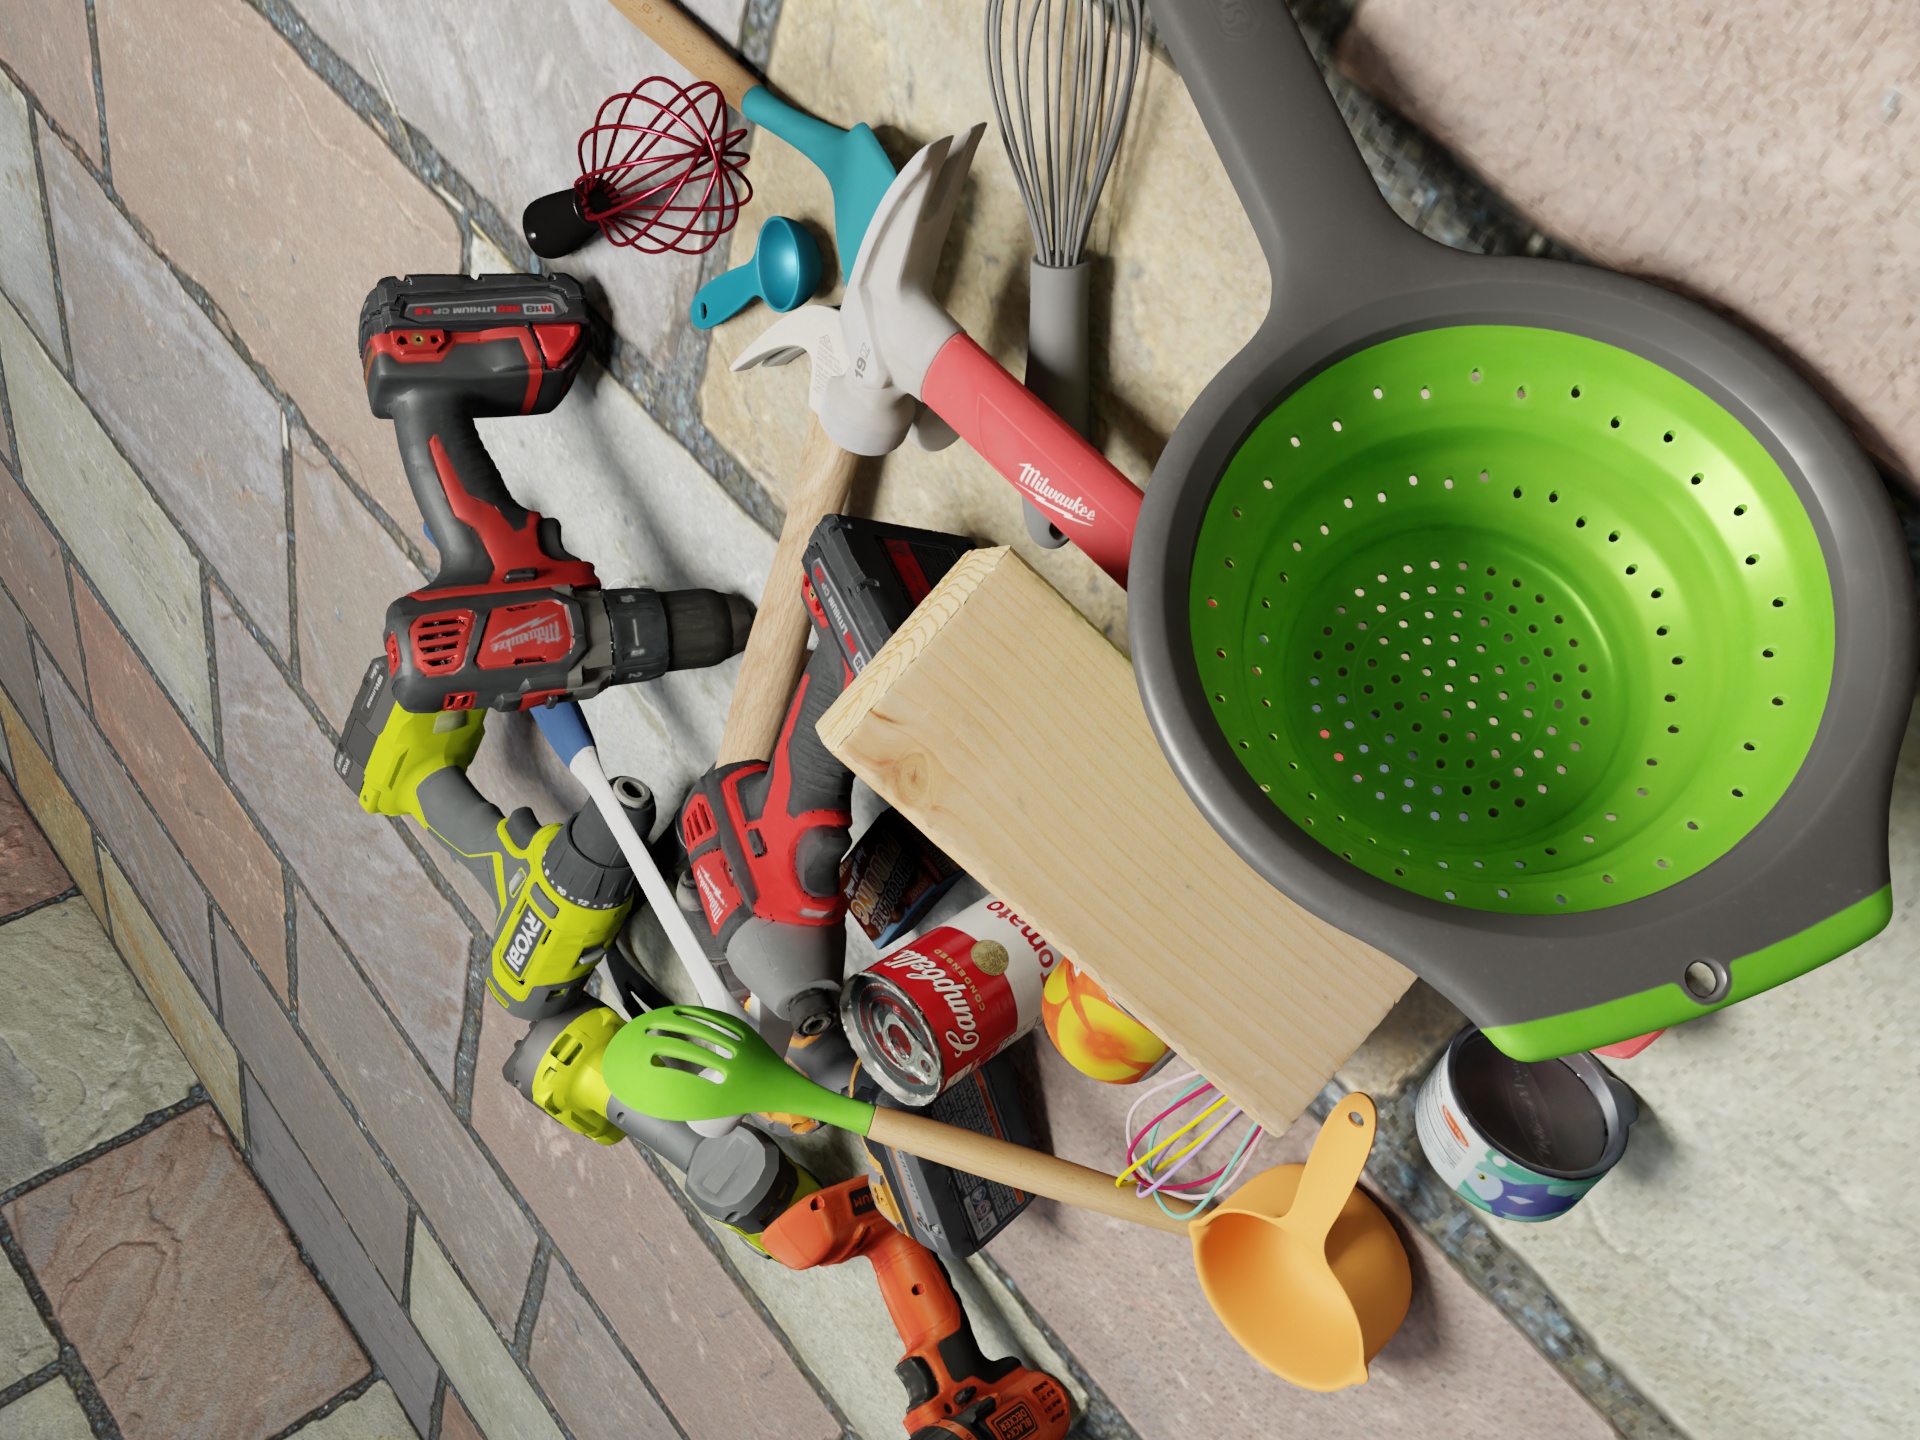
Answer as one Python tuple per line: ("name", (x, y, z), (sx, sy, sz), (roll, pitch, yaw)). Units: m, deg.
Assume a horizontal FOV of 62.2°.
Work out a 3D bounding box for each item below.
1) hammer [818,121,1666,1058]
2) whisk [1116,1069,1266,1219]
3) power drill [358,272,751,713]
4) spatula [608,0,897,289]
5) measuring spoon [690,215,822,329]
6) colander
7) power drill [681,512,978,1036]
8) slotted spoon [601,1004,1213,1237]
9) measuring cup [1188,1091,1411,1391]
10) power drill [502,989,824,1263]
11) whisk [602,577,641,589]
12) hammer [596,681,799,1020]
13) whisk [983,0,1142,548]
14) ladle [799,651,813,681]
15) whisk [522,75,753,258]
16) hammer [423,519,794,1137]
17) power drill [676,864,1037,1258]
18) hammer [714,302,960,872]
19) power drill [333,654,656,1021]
("hammer", (0.102, -0.040, 0.557), (0.386, 0.038, 0.143), (45, 143, 13))
("whisk", (0.131, 0.143, 0.660), (0.244, 0.047, 0.051), (123, 153, -43))
("power drill", (-0.219, -0.118, 0.847), (0.080, 0.188, 0.227), (145, 115, -63))
("spatula", (-0.115, -0.285, 0.701), (0.318, 0.044, 0.082), (46, 146, 23))
("measuring spoon", (-0.096, -0.206, 0.754), (0.129, 0.021, 0.042), (0, 100, 59))
("colander", (0.125, -0.096, 0.488), (0.094, 0.204, 0.397), (69, -179, -73))
("power drill", (-0.054, 0.030, 0.707), (0.219, 0.078, 0.143), (-58, 42, 34))
("slotted spoon", (-0.017, 0.195, 0.750), (0.314, 0.070, 0.031), (18, 126, 0))
("measuring cup", (0.157, 0.204, 0.665), (0.095, 0.052, 0.173), (36, 133, 31))
("power drill", (-0.182, 0.277, 1.050), (0.223, 0.080, 0.171), (26, 159, 30))
("whisk", (-0.251, -0.040, 1.010), (0.246, 0.059, 0.058), (-17, 60, 56))
("hammer", (-0.173, 0.079, 0.993), (0.149, 0.036, 0.409), (57, 142, 7))
("whisk", (0.035, -0.169, 0.592), (0.055, 0.055, 0.238), (30, 135, 36))
("ladle", (-0.001, -0.002, 0.747), (0.320, 0.062, 0.078), (22, 124, 50))
("whisk", (-0.164, -0.243, 0.742), (0.296, 0.073, 0.073), (19, 126, 61))
("hammer", (-0.203, 0.027, 0.888), (0.406, 0.035, 0.144), (56, 137, 22))
("power drill", (-0.070, 0.176, 0.879), (0.226, 0.084, 0.185), (17, 132, 48))
("hammer", (-0.089, -0.049, 0.784), (0.130, 0.031, 0.331), (45, 131, 31))
("power drill", (-0.291, 0.054, 1.014), (0.229, 0.080, 0.190), (45, 124, 19))
